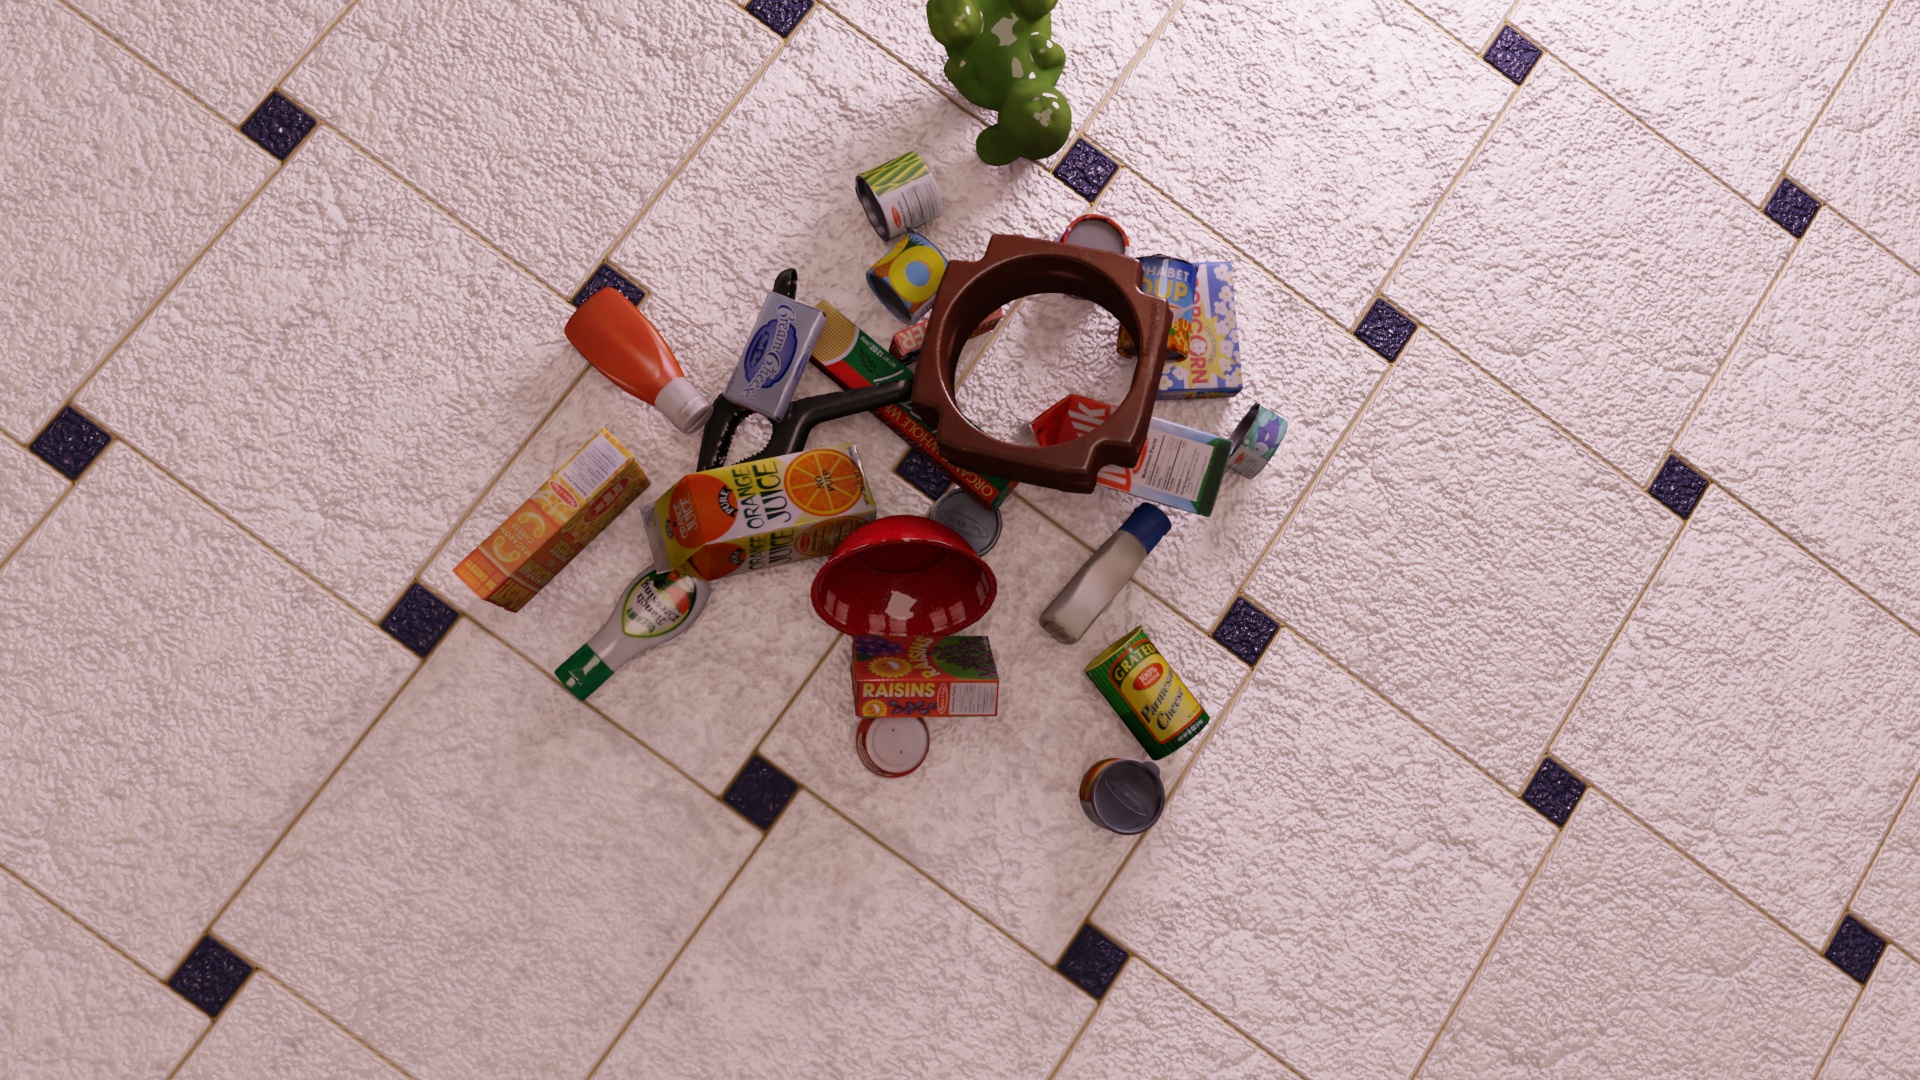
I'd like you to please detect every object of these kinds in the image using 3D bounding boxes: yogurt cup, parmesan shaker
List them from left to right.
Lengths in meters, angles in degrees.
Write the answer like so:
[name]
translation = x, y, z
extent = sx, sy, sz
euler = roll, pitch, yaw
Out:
[yogurt cup]
translation = -0.058, 0.176, 1.222
extent = 0.072, 0.054, 0.072
euler = 1, 82, -8
[parmesan shaker]
translation = 0.170, 0.137, 1.251
extent = 0.071, 0.071, 0.103
euler = -38, 88, -10

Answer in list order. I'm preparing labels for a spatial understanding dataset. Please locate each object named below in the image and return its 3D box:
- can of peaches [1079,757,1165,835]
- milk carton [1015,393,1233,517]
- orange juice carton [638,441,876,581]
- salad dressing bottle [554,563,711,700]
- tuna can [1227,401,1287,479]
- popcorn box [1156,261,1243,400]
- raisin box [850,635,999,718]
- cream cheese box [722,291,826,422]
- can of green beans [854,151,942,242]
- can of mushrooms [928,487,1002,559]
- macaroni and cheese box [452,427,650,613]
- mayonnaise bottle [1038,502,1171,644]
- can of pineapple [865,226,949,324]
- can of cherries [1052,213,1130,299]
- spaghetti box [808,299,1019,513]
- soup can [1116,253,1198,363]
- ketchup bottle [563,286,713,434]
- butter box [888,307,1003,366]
[can of peaches]
translation = 0.145, 0.226, 1.239
extent = 0.071, 0.058, 0.071
euler = 1, 81, -7
[milk carton]
translation = 0.144, -0.082, 1.259
extent = 0.191, 0.072, 0.073
euler = 17, 94, 8
[orange juice carton]
translation = -0.176, -0.021, 1.207
extent = 0.193, 0.072, 0.072
euler = -12, 64, -16
[salad dressing bottle]
translation = -0.286, 0.077, 1.213
extent = 0.148, 0.044, 0.064
euler = -43, 91, -11
[tuna can]
translation = 0.275, -0.094, 1.298
extent = 0.033, 0.071, 0.071
euler = 32, 80, -3
[popcorn box]
translation = 0.218, -0.198, 1.320
extent = 0.085, 0.038, 0.127
euler = -3, 82, -6
[raisin box]
translation = -0.033, 0.118, 1.216
extent = 0.123, 0.086, 0.040
euler = 1, 114, -7
[cream cheese box]
translation = -0.162, -0.161, 1.214
extent = 0.053, 0.024, 0.104
euler = 23, 86, 9
[can of green beans]
translation = -0.057, -0.320, 1.289
extent = 0.058, 0.071, 0.071
euler = -28, 86, -11
[can of mushrooms]
translation = 0.005, -0.016, 1.269
extent = 0.071, 0.033, 0.071
euler = 1, 82, -6
[macaroni and cheese box]
translation = -0.342, -0.013, 1.179
extent = 0.040, 0.123, 0.167
euler = 43, 80, 1
[mayonnaise bottle]
translation = 0.134, 0.029, 1.265
extent = 0.041, 0.064, 0.148
euler = 43, 76, -2
[can of pineapple]
translation = -0.046, -0.242, 1.278
extent = 0.058, 0.071, 0.071
euler = -44, 89, -10
[can of cherries]
translation = 0.119, -0.268, 1.307
extent = 0.071, 0.058, 0.071
euler = 1, 82, -7
[spaghetti box]
translation = -0.049, -0.123, 1.260
extent = 0.250, 0.028, 0.050
euler = 40, 80, 10
[soup can]
translation = 0.178, -0.209, 1.261
extent = 0.071, 0.071, 0.084
euler = 8, 84, -6
[ketchup bottle]
translation = -0.282, -0.156, 1.234
extent = 0.149, 0.043, 0.065
euler = 44, 88, 12
[butter box]
translation = -0.014, -0.193, 1.282
extent = 0.104, 0.053, 0.024
euler = -24, 88, -10
